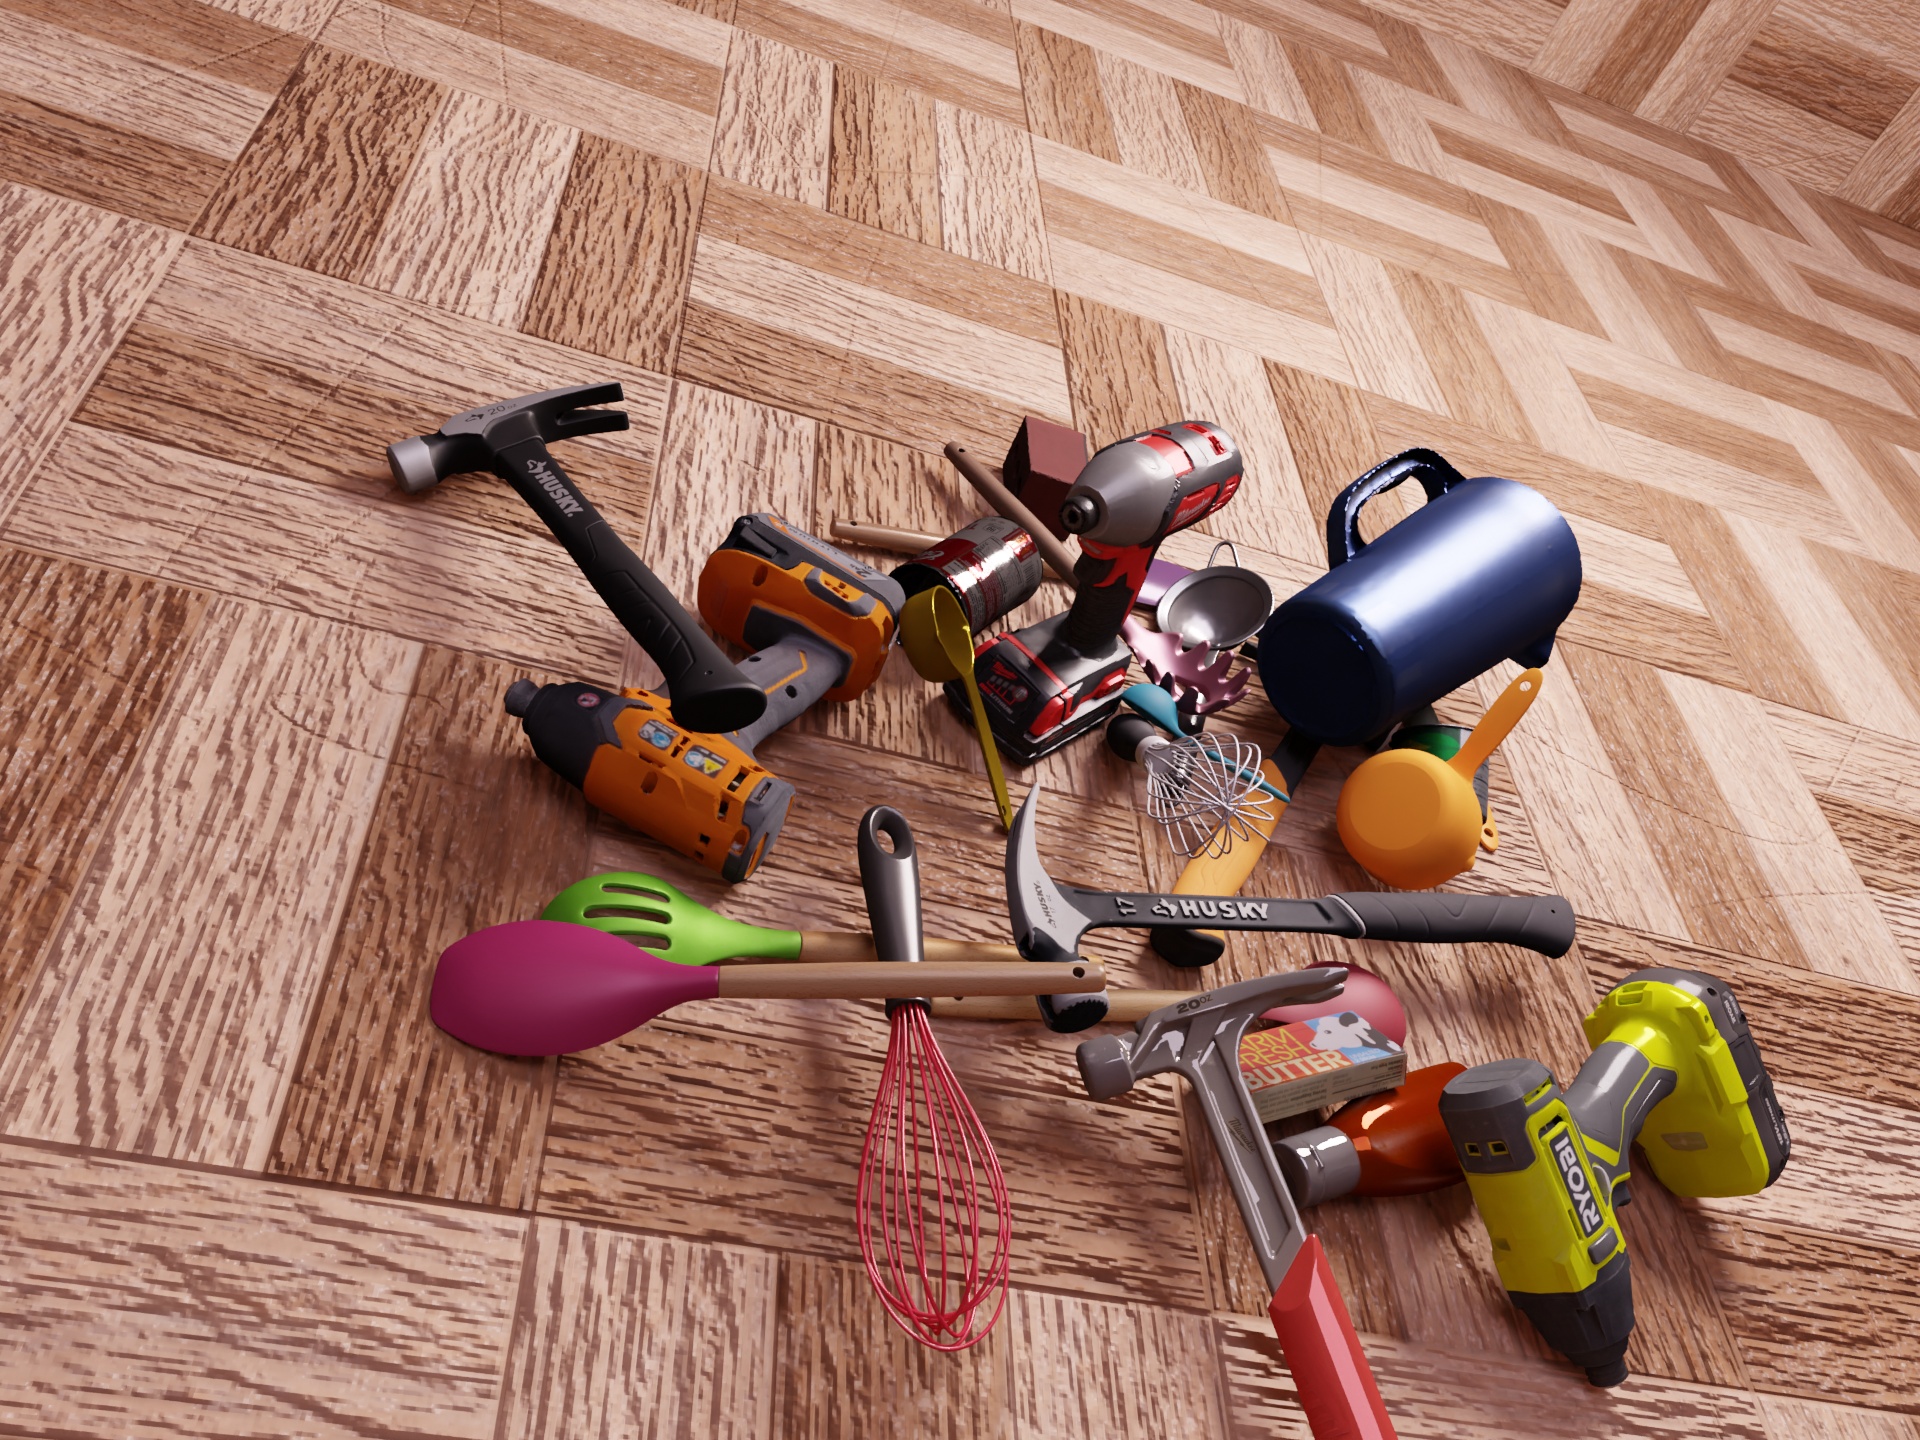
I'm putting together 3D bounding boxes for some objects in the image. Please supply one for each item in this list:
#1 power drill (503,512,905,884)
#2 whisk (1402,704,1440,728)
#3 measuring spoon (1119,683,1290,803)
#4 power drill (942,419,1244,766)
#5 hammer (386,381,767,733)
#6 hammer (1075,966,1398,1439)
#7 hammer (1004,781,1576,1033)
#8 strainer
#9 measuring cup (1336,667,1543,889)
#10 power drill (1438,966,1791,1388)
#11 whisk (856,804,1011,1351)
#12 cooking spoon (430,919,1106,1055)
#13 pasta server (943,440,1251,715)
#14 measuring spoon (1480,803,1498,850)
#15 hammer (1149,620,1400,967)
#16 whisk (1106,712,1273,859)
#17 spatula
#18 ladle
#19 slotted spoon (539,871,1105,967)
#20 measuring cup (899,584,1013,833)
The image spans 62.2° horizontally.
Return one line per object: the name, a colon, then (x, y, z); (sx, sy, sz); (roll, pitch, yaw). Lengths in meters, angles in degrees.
power drill: (-0.141, -0.025, 0.909); (0.164, 0.084, 0.227); (28, 43, 3)
whisk: (0.337, -0.018, 1.195); (0.058, 0.059, 0.247); (-16, 51, 6)
measuring spoon: (0.160, 0.011, 1.021); (0.129, 0.021, 0.042); (33, -3, 18)
power drill: (0.079, -0.080, 0.977); (0.079, 0.219, 0.143); (44, 42, 19)
hammer: (-0.199, -0.097, 0.900); (0.146, 0.035, 0.335); (-26, 47, -23)
hammer: (0.178, 0.292, 0.745); (0.149, 0.036, 0.359); (-16, 57, -4)
hammer: (0.208, 0.113, 0.942); (0.408, 0.036, 0.149); (5, 45, -27)
strainer: (0.169, -0.030, 1.115); (0.087, 0.050, 0.259); (0, 42, 22)
measuring cup: (0.315, 0.029, 1.032); (0.095, 0.173, 0.052); (42, 8, 36)
power drill: (0.369, 0.245, 0.888); (0.223, 0.080, 0.171); (-20, 88, -39)
whisk: (-0.024, 0.159, 0.779); (0.073, 0.073, 0.296); (9, 46, -21)
cooking spoon: (-0.089, 0.124, 0.757); (0.319, 0.017, 0.069); (0, 58, -4)
pasta server: (0.085, -0.107, 1.118); (0.060, 0.040, 0.316); (-18, 54, -35)
measuring spoon: (0.380, 0.050, 1.168); (0.021, 0.011, 0.117); (17, 41, -12)
hammer: (0.194, 0.048, 1.051); (0.127, 0.034, 0.337); (35, 41, 7)
whisk: (0.120, 0.027, 0.926); (0.070, 0.070, 0.285); (21, 5, -8)
spatula: (0.054, -0.116, 1.157); (0.315, 0.018, 0.060); (7, 43, -25)
ladle: (0.128, 0.161, 0.903); (0.315, 0.031, 0.069); (5, 45, -23)
slotted spoon: (-0.062, 0.119, 0.841); (0.313, 0.031, 0.070); (8, 49, -24)
measuring cup: (-0.002, -0.003, 0.957); (0.062, 0.029, 0.156); (-33, 108, -70)
